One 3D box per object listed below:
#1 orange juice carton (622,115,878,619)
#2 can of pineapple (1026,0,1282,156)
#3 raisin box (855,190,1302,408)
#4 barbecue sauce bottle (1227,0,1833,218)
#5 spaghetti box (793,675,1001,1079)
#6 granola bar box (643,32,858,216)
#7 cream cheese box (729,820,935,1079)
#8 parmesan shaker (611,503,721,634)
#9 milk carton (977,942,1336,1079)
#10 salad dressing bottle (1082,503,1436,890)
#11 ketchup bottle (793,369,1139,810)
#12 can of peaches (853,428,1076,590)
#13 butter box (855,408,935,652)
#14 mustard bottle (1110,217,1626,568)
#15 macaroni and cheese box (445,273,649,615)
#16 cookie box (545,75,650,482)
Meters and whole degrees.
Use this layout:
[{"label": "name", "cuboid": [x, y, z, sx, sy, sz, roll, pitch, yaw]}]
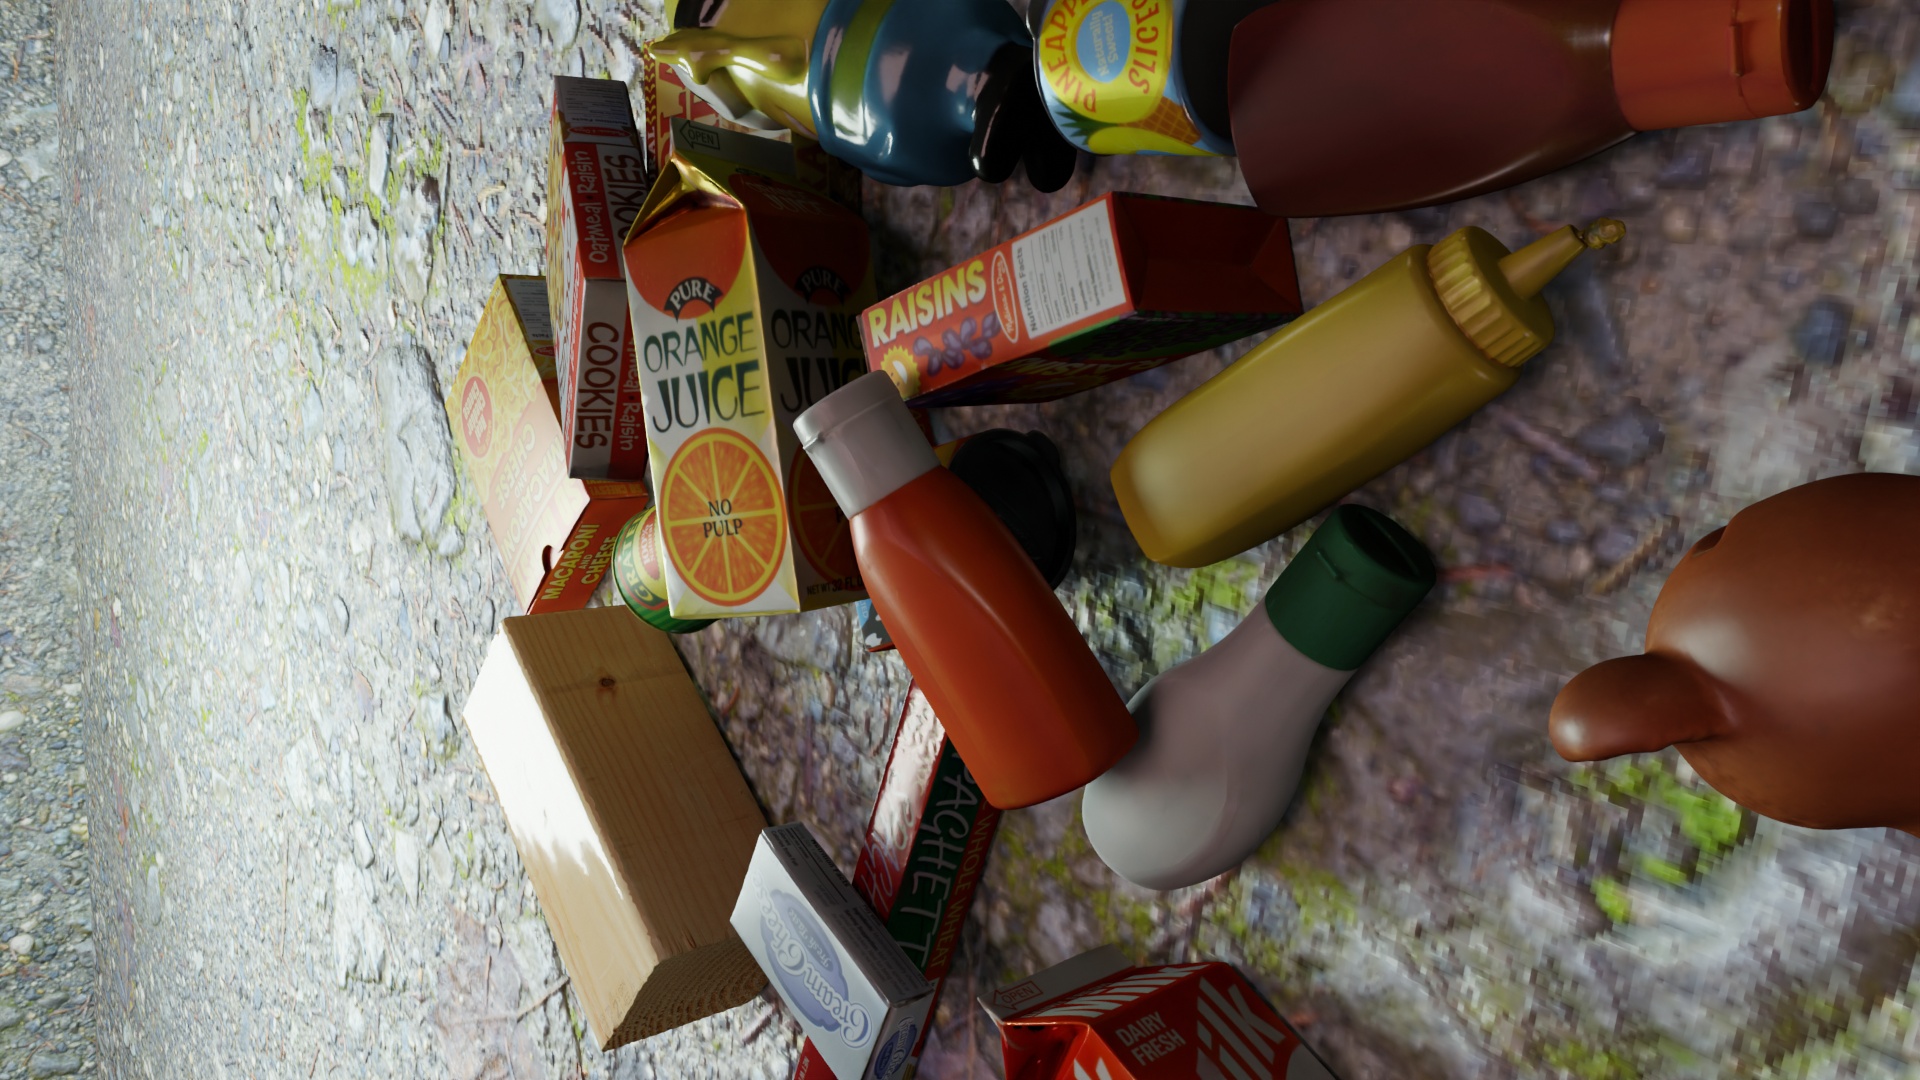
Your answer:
[{"label": "orange juice carton", "cuboid": [-0.078, -0.068, 0.554, 0.073, 0.072, 0.192, -6, 92, 37]}, {"label": "can of pineapple", "cuboid": [0.065, -0.155, 0.437, 0.058, 0.071, 0.071, 17, 107, 46]}, {"label": "raisin box", "cuboid": [0.037, -0.076, 0.465, 0.123, 0.086, 0.040, -14, 85, 48]}, {"label": "barbecue sauce bottle", "cuboid": [0.144, -0.123, 0.370, 0.148, 0.044, 0.064, 8, 117, 47]}, {"label": "spaghetti box", "cuboid": [-0.024, 0.160, 0.586, 0.029, 0.050, 0.249, 36, 120, 39]}, {"label": "granola bar box", "cuboid": [-0.098, -0.155, 0.645, 0.124, 0.039, 0.165, 7, 100, 47]}, {"label": "cream cheese box", "cuboid": [-0.054, 0.168, 0.563, 0.104, 0.024, 0.053, 42, 124, 38]}, {"label": "parmesan shaker", "cuboid": [-0.112, -0.002, 0.657, 0.102, 0.071, 0.071, -25, 76, 47]}, {"label": "milk carton", "cuboid": [0.087, 0.209, 0.449, 0.191, 0.072, 0.073, 45, 126, 36]}, {"label": "salad dressing bottle", "cuboid": [0.093, 0.053, 0.448, 0.147, 0.044, 0.064, -58, 46, 33]}, {"label": "ketchup bottle", "cuboid": [-0.003, 0.016, 0.461, 0.064, 0.044, 0.148, -29, 92, 51]}, {"label": "can of peaches", "cuboid": [0.002, -0.007, 0.530, 0.058, 0.071, 0.071, -13, 84, 49]}, {"label": "butter box", "cuboid": [-0.028, -0.008, 0.592, 0.053, 0.024, 0.103, -23, 77, 47]}, {"label": "mustard bottle", "cuboid": [0.116, -0.046, 0.400, 0.159, 0.065, 0.049, -37, 72, 38]}, {"label": "macaroni and cheese box", "cuboid": [-0.251, -0.055, 0.827, 0.123, 0.040, 0.167, -49, 58, 40]}, {"label": "cookie box", "cuboid": [-0.178, -0.130, 0.687, 0.122, 0.040, 0.168, 109, 151, -44]}]
